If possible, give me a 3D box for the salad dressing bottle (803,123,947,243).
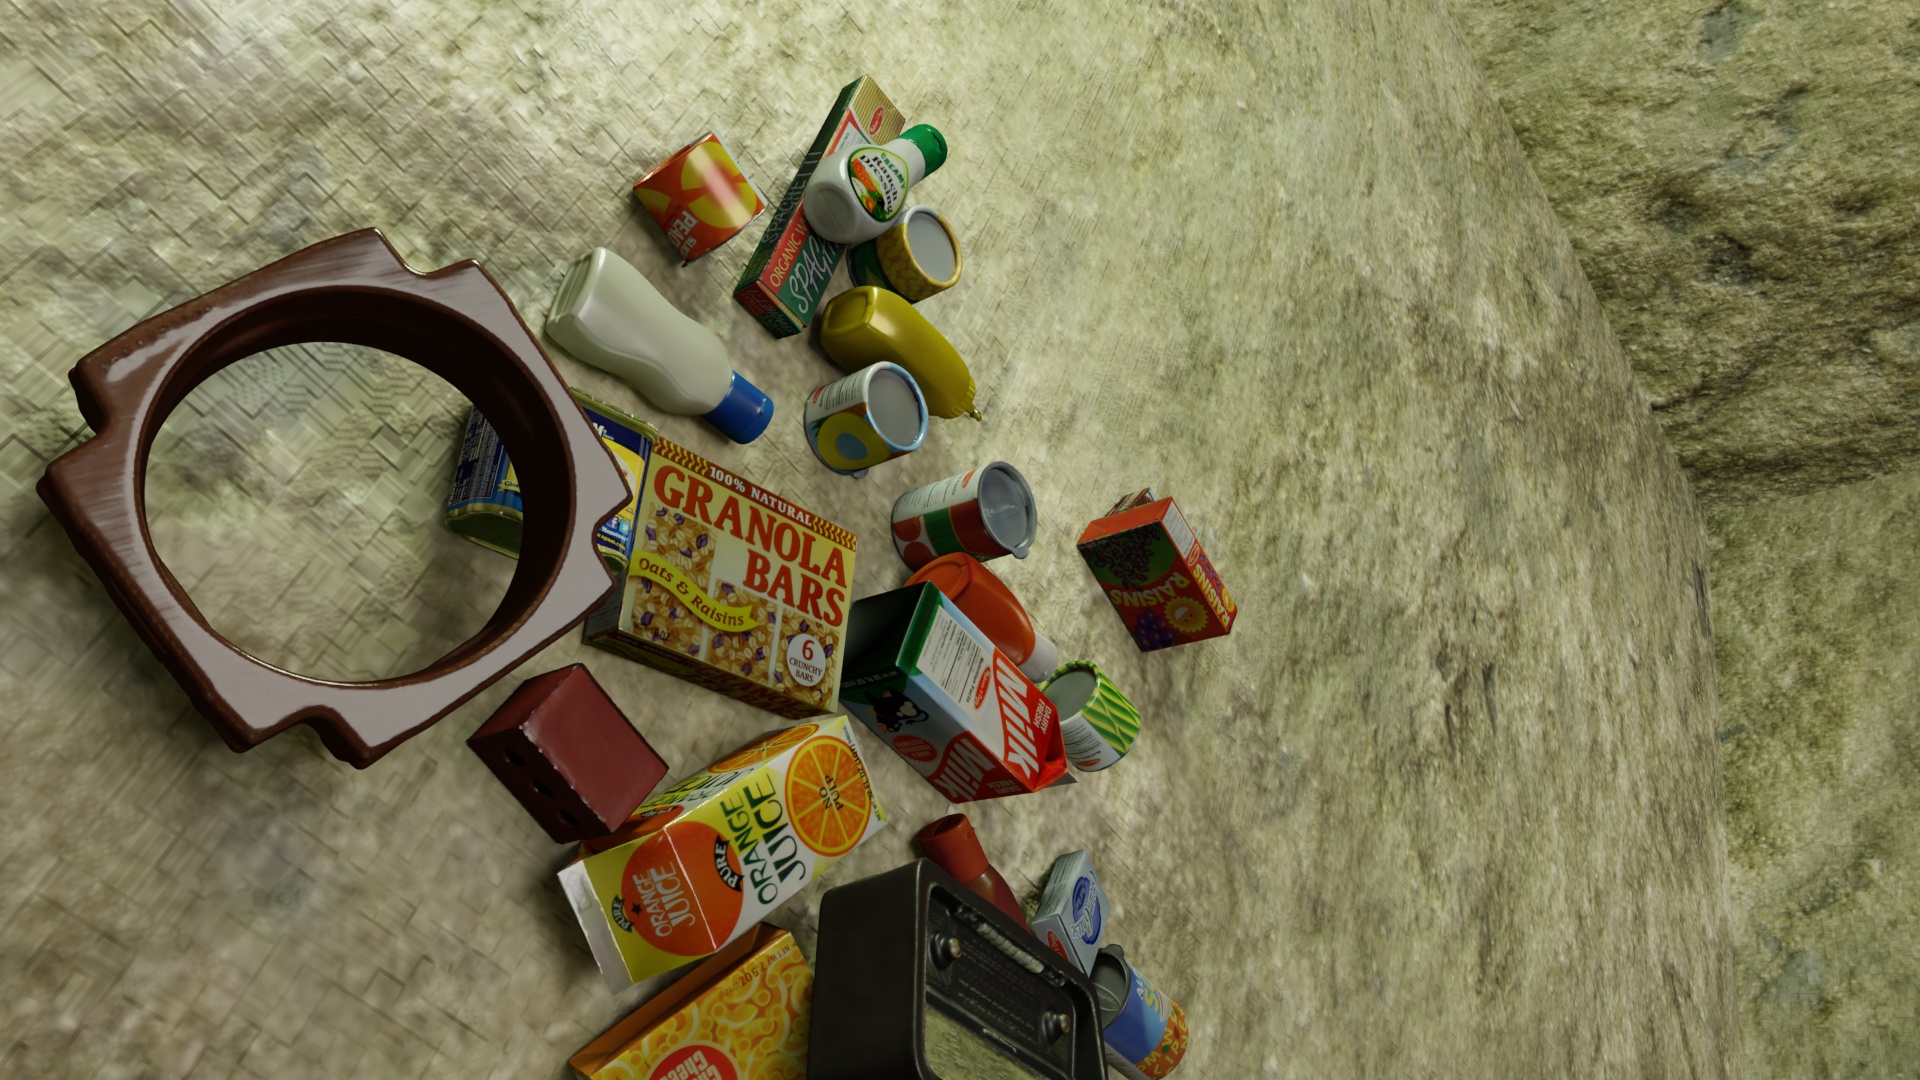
[{"bbox_3d":[-0.057,-0.261,0.998,0.064,0.044,0.148,59,39,-17],"label":"salad dressing bottle"}]

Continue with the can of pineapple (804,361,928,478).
[{"bbox_3d":[-0.063,-0.083,0.959,0.071,0.057,0.071,23,59,-45],"label":"can of pineapple"}]

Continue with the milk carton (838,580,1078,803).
[{"bbox_3d":[0.001,0.118,0.950,0.190,0.072,0.074,46,45,-29],"label":"milk carton"}]

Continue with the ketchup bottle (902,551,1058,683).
[{"bbox_3d":[0.021,0.063,1.007,0.148,0.064,0.044,39,24,-47],"label":"ketchup bottle"}]

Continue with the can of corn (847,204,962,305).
[{"bbox_3d":[-0.039,-0.207,1.036,0.071,0.058,0.071,22,60,-45],"label":"can of corn"}]

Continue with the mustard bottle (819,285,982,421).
[{"bbox_3d":[-0.033,-0.127,1.013,0.160,0.065,0.049,34,57,-46],"label":"mustard bottle"}]

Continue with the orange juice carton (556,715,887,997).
[{"bbox_3d":[-0.133,0.169,0.764,0.193,0.073,0.071,-27,98,-51],"label":"orange juice carton"}]

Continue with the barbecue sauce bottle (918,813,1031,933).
[{"bbox_3d":[0.017,0.258,0.938,0.148,0.043,0.065,66,24,-7],"label":"barbecue sauce bottle"}]

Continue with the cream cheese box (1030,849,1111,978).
[{"bbox_3d":[0.081,0.271,1.004,0.053,0.024,0.104,66,19,-7],"label":"cream cheese box"}]

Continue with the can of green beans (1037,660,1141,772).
[{"bbox_3d":[0.095,0.134,1.065,0.057,0.071,0.071,48,44,-28],"label":"can of green beans"}]

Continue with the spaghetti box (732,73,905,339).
[{"bbox_3d":[-0.098,-0.246,1.003,0.050,0.028,0.251,45,45,-31],"label":"spaghetti box"}]

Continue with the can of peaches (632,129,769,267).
[{"bbox_3d":[-0.166,-0.217,0.879,0.058,0.071,0.071,55,41,-22],"label":"can of peaches"}]

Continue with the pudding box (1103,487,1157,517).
[{"bbox_3d":[0.165,0.001,1.231,0.050,0.030,0.083,-42,109,-48],"label":"pudding box"}]

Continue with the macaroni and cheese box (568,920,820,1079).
[{"bbox_3d":[-0.110,0.309,0.734,0.124,0.040,0.166,-31,101,-30],"label":"macaroni and cheese box"}]

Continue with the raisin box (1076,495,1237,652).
[{"bbox_3d":[0.168,0.031,1.178,0.123,0.086,0.040,57,39,-20],"label":"raisin box"}]

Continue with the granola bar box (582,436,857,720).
[{"bbox_3d":[-0.139,0.027,0.839,0.165,0.039,0.124,29,56,-42],"label":"granola bar box"}]

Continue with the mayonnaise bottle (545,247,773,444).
[{"bbox_3d":[-0.178,-0.111,0.844,0.148,0.041,0.065,38,51,-38],"label":"mayonnaise bottle"}]

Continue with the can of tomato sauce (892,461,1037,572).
[{"bbox_3d":[0.004,-0.012,0.994,0.071,0.083,0.071,22,60,-45],"label":"can of tomato sauce"}]

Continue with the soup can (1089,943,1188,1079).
[{"bbox_3d":[0.119,0.344,1.010,0.083,0.071,0.072,46,45,-31],"label":"soup can"}]
